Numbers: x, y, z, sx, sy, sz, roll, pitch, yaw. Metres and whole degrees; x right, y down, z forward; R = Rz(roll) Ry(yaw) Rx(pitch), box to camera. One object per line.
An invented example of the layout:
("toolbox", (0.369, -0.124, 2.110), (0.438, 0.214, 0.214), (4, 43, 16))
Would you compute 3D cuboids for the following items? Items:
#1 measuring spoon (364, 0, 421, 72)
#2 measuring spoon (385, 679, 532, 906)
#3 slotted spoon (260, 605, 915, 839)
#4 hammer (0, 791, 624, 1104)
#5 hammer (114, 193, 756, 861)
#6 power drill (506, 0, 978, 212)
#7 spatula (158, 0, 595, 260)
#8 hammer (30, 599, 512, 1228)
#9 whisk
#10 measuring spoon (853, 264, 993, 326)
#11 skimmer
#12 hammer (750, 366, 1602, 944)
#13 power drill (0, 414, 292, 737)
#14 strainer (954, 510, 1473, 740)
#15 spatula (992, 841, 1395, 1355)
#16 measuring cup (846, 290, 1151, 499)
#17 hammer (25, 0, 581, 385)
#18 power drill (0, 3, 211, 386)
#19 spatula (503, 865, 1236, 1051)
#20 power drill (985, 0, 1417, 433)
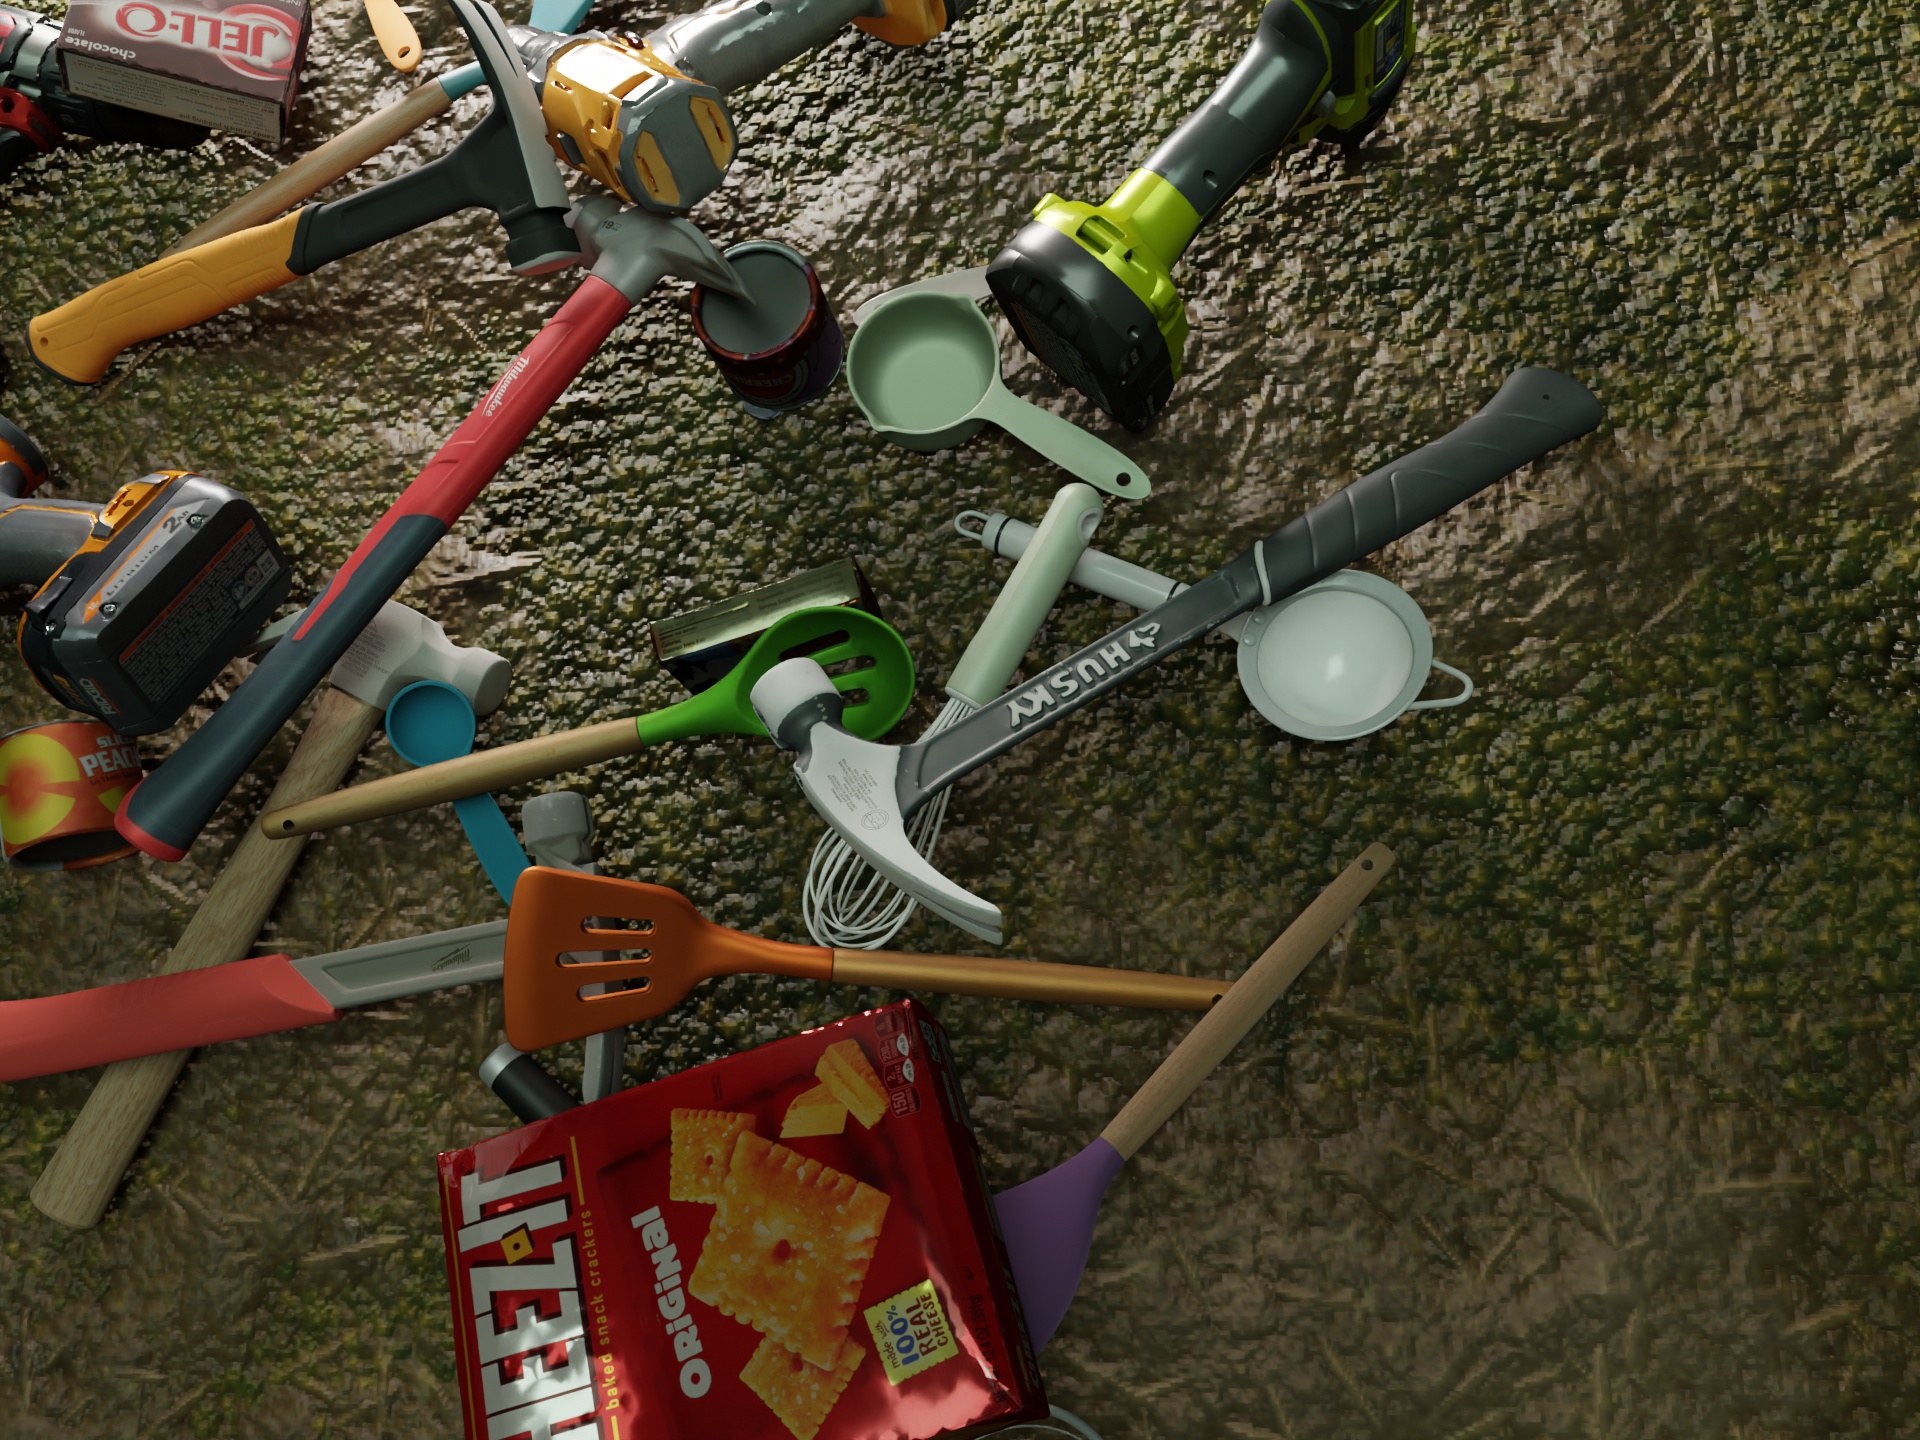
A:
("measuring spoon", (-0.320, -0.391, 0.881), (0.021, 0.011, 0.117), (-36, 56, 4))
("measuring spoon", (-0.232, 0.039, 0.766), (0.042, 0.021, 0.128), (-25, 101, 2))
("slotted spoon", (-0.173, 0.010, 0.739), (0.314, 0.031, 0.070), (-15, 106, 2))
("hammer", (-0.332, 0.138, 0.730), (0.359, 0.036, 0.149), (-11, 74, 5))
("hammer", (-0.253, -0.087, 0.752), (0.143, 0.038, 0.386), (33, 82, 43))
("power drill", (-0.124, -0.355, 0.804), (0.226, 0.084, 0.186), (-41, 50, -14))
("spatula", (-0.311, -0.341, 0.870), (0.317, 0.044, 0.082), (-32, 54, 1))
("hammer", (-0.355, 0.088, 0.780), (0.130, 0.031, 0.331), (26, 82, 13))
("whisk", (-0.001, -0.002, 0.733), (0.059, 0.057, 0.246), (27, 86, 33))
("measuring spoon", (0.005, -0.219, 0.815), (0.124, 0.018, 0.034), (-12, 75, 12))
("skimmer", (-0.083, 0.258, 0.670), (0.363, 0.090, 0.127), (39, 76, 15))
("hammer", (0.120, -0.053, 0.697), (0.409, 0.036, 0.149), (-29, 63, -14))
("power drill", (-0.468, -0.069, 0.779), (0.226, 0.084, 0.164), (16, 56, 18))
("strainer", (0.111, -0.052, 0.745), (0.258, 0.050, 0.087), (23, 73, 18))
("spatula", (0.084, 0.166, 0.679), (0.060, 0.018, 0.316), (39, 73, 25))
("measuring cup", (0.021, -0.147, 0.782), (0.168, 0.038, 0.083), (32, 83, 12))
("hammer", (-0.350, -0.244, 0.805), (0.337, 0.034, 0.127), (-13, 99, 22))
("power drill", (-0.536, -0.287, 0.874), (0.188, 0.080, 0.227), (16, 75, 4))
("spatula", (-0.032, 0.112, 0.694), (0.322, 0.041, 0.081), (5, 97, -4))
("power drill", (0.122, -0.249, 0.734), (0.080, 0.171, 0.223), (42, 94, 15))
